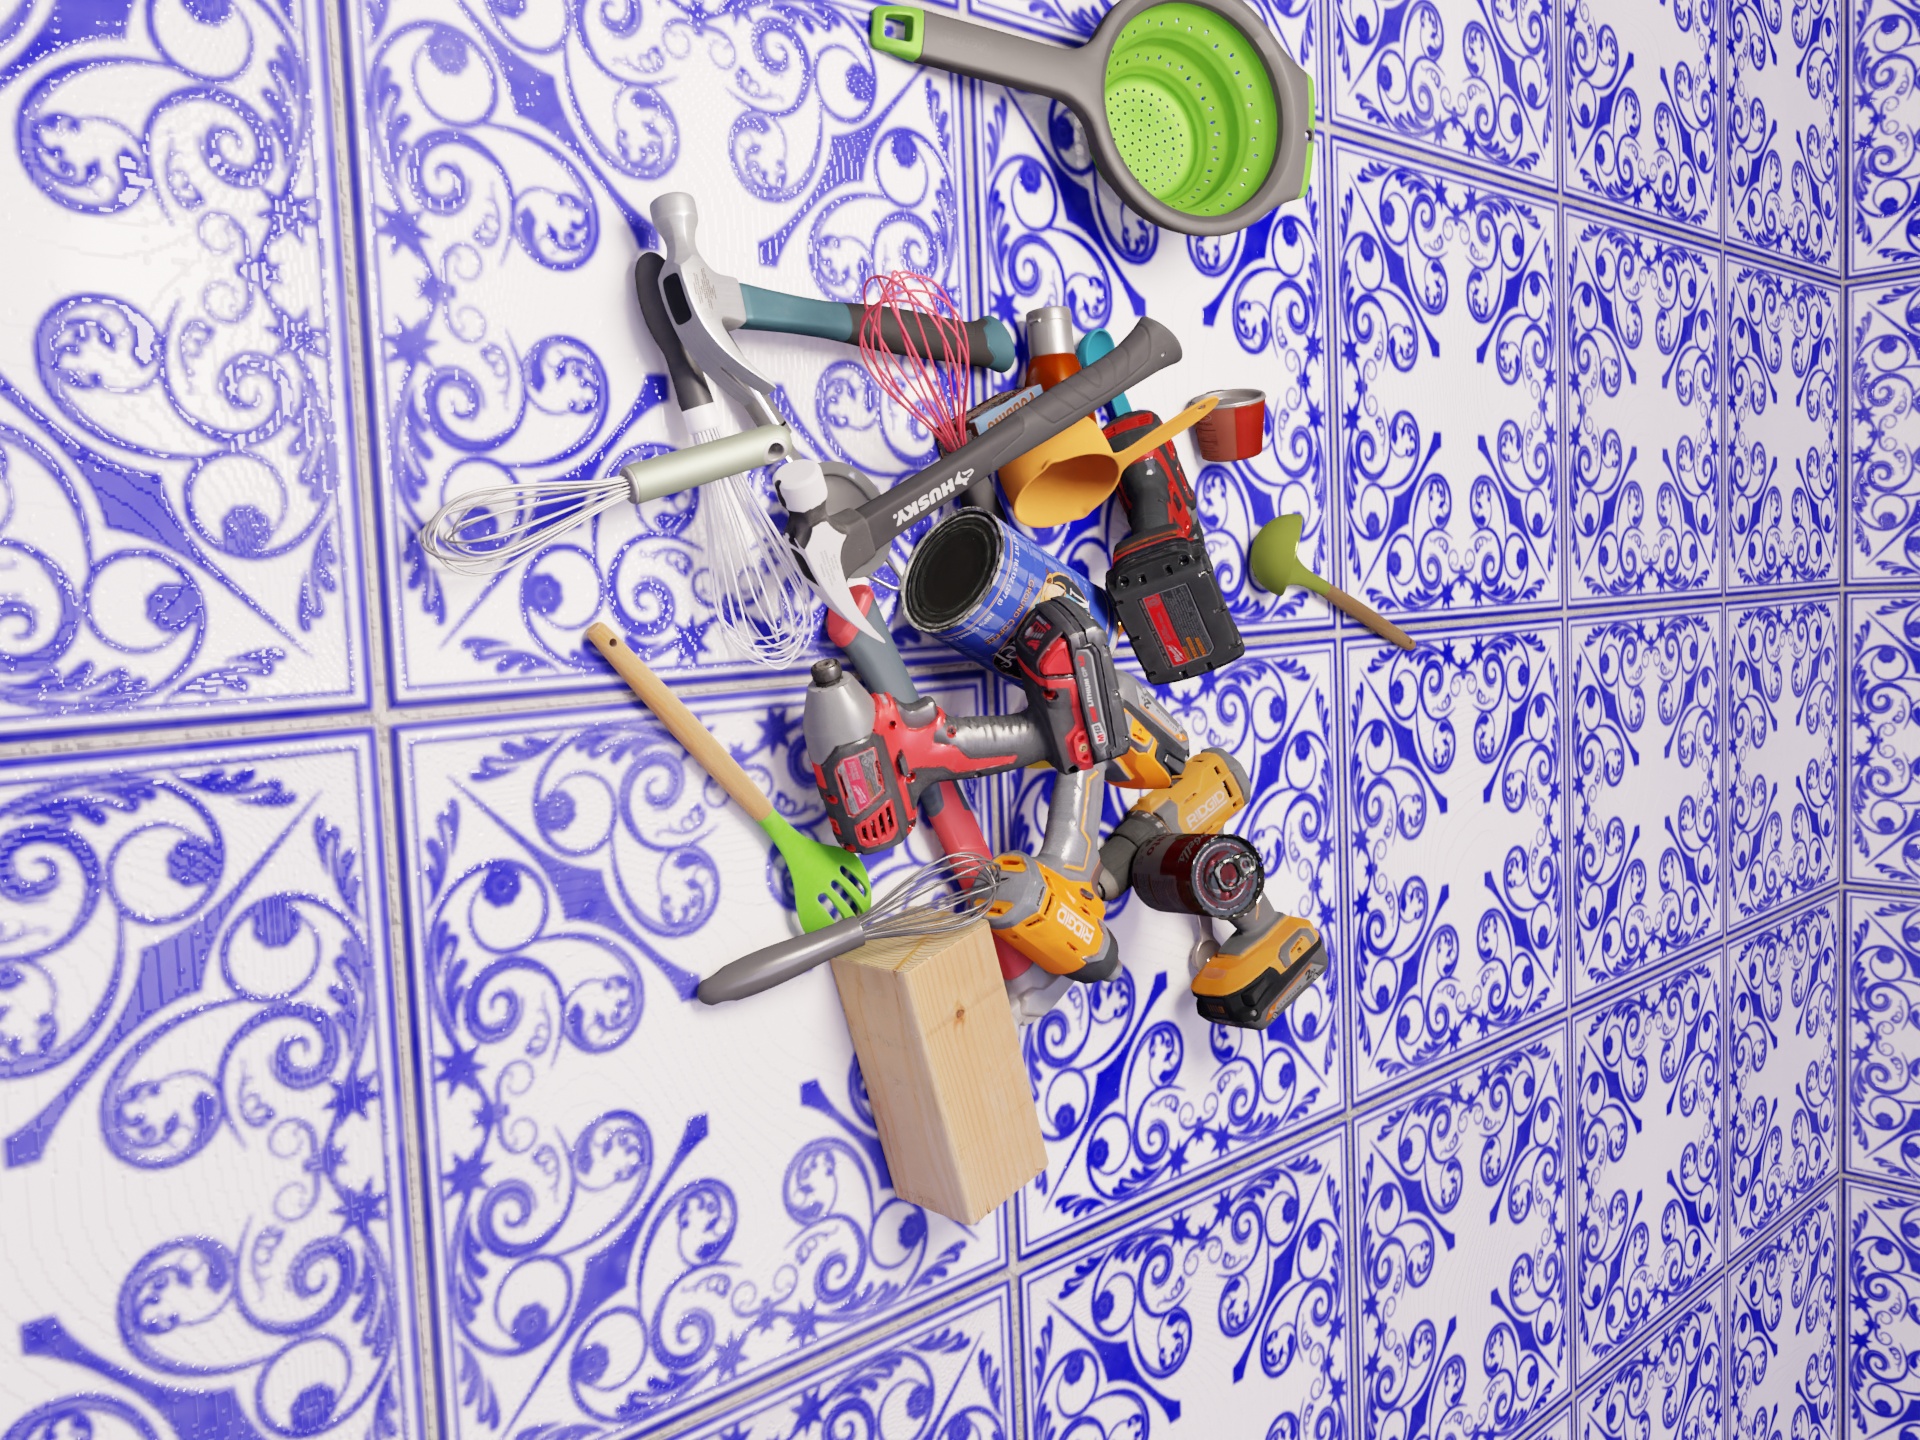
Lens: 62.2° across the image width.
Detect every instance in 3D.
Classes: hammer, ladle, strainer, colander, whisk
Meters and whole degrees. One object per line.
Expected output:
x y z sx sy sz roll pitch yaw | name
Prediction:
0.001 0.063 1.227 0.143 0.038 0.386 -41 119 -36 | hammer
0.384 -0.122 1.575 0.319 0.062 0.078 22 79 -45 | ladle
-0.123 -0.192 1.098 0.087 0.050 0.258 -51 118 -37 | strainer
0.099 -0.497 1.277 0.397 0.094 0.204 4 89 -26 | colander
-0.008 -0.211 1.140 0.073 0.073 0.295 -63 152 -22 | whisk
-0.211 -0.142 0.978 0.246 0.059 0.057 -23 137 -29 | whisk
-0.072 0.149 1.116 0.239 0.055 0.055 -20 107 -20 | whisk
-0.161 -0.168 1.052 0.070 0.070 0.284 -28 105 -40 | whisk
0.026 -0.185 1.103 0.335 0.035 0.146 -35 135 -20 | hammer
-0.074 -0.281 1.121 0.331 0.033 0.128 -7 84 -49 | hammer

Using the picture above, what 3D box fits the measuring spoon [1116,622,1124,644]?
0.113 -0.045 1.352 0.021 0.011 0.117 42 67 -37 | measuring spoon

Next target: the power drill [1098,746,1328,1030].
0.211 0.162 1.394 0.185 0.084 0.226 -35 105 -29 | power drill

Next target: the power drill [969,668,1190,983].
0.103 0.091 1.254 0.164 0.084 0.227 42 61 -40 | power drill

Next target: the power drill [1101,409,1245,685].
0.174 -0.128 1.305 0.227 0.080 0.187 -90 156 -50 | power drill

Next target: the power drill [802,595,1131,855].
-0.002 -0.004 1.122 0.219 0.079 0.143 -20 115 -9 | power drill

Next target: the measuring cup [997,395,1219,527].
0.108 -0.213 1.197 0.052 0.173 0.095 64 10 25 | measuring cup

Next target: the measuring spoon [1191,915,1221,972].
0.218 0.172 1.458 0.034 0.018 0.124 -7 90 -36 | measuring spoon

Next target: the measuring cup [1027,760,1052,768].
0.109 0.019 1.345 0.156 0.029 0.062 -11 100 -31 | measuring cup

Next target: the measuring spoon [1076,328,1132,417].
0.126 -0.275 1.352 0.042 0.021 0.128 -54 134 -29 | measuring spoon

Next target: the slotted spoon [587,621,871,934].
-0.151 0.048 1.089 0.313 0.031 0.070 52 59 -30 | slotted spoon
